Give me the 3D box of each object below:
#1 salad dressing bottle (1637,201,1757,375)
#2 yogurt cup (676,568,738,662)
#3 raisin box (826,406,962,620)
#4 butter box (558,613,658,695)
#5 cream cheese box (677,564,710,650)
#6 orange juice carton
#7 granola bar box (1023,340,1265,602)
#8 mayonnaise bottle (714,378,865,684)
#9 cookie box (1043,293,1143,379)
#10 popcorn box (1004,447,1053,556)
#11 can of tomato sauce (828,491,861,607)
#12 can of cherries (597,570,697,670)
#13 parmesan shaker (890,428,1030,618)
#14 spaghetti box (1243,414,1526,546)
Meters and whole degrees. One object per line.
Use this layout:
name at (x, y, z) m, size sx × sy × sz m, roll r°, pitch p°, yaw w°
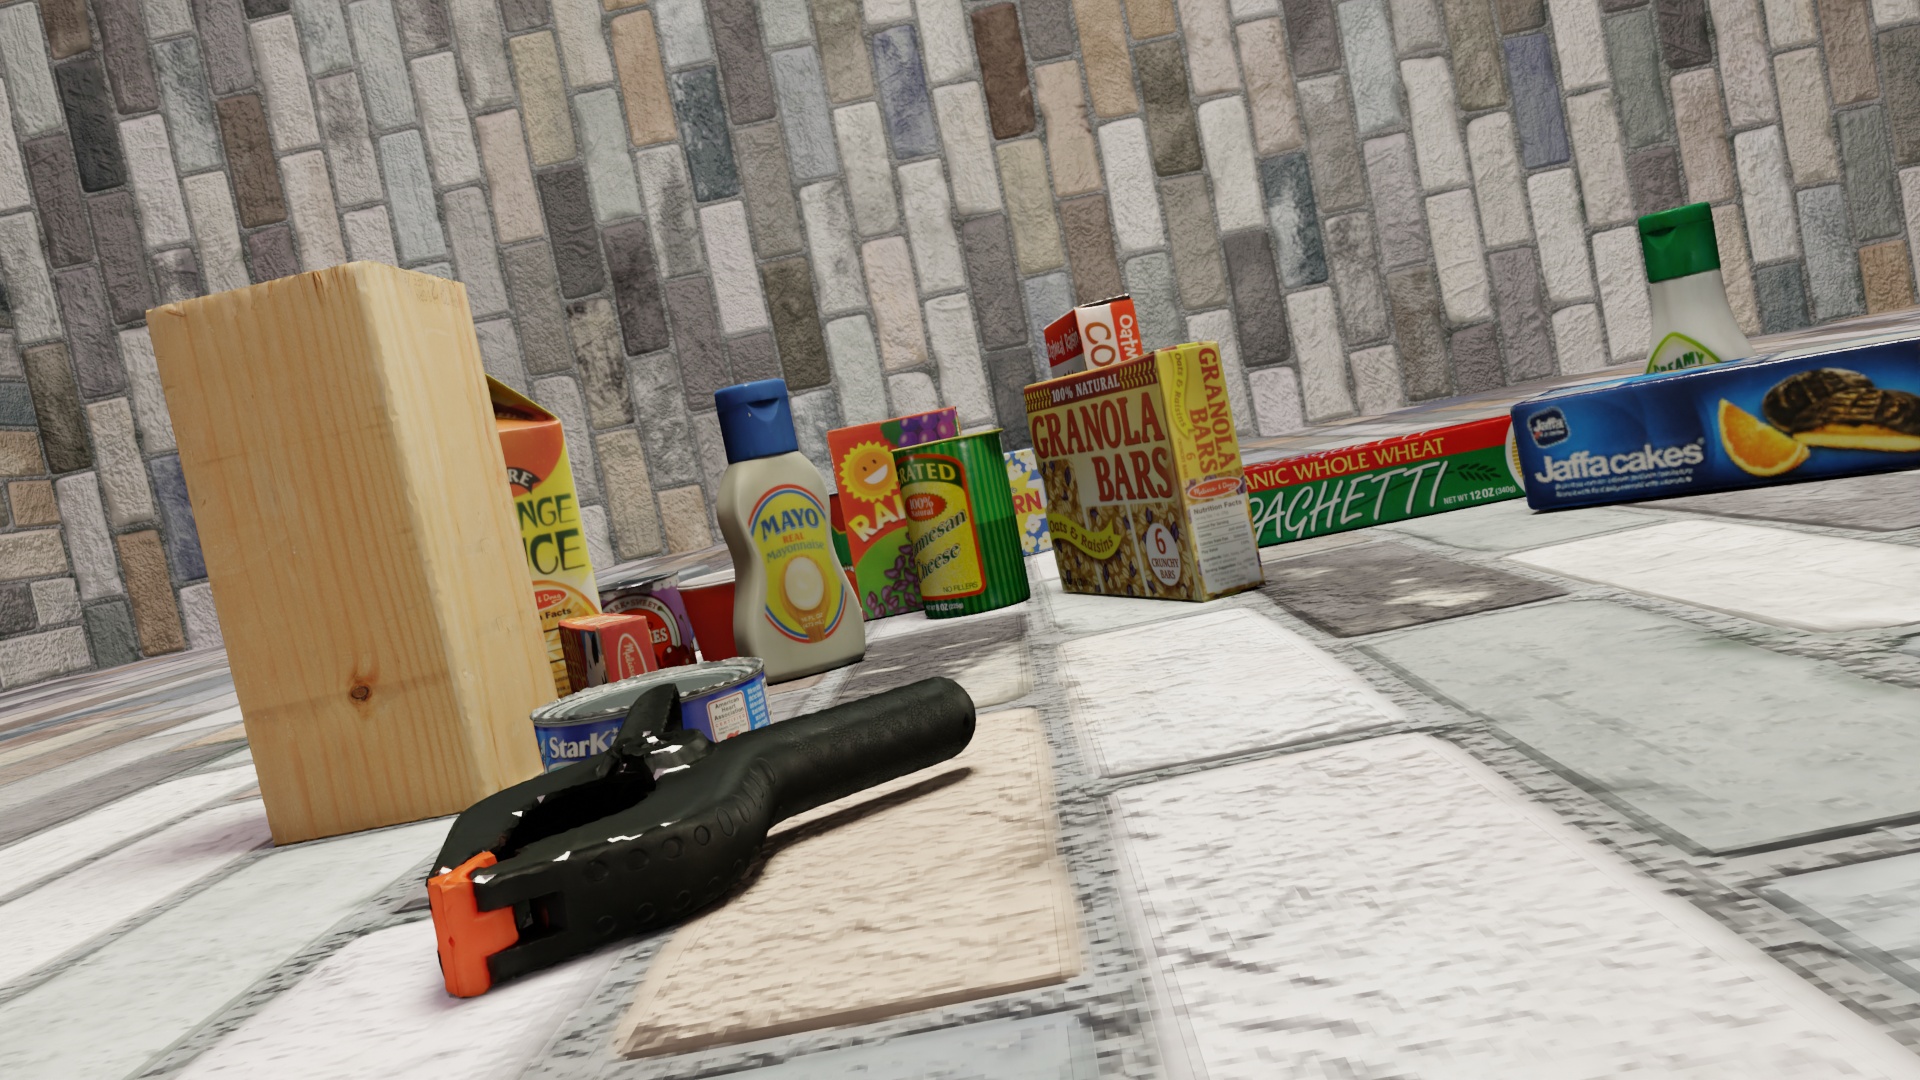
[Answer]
salad dressing bottle at (0.408, -0.111, 0.772) m, size 0.044 × 0.147 × 0.064 m, roll -13°, pitch 4°, yaw -32°
yogurt cup at (-0.120, 0.043, 0.777) m, size 0.072 × 0.054 × 0.072 m, roll -11°, pitch 4°, yaw 1°
raisin box at (-0.032, -0.018, 0.890) m, size 0.086 × 0.123 × 0.040 m, roll -11°, pitch 3°, yaw 1°
butter box at (-0.160, 0.061, 0.636) m, size 0.024 × 0.053 × 0.103 m, roll -13°, pitch 4°, yaw -25°
cream cheese box at (-0.196, 0.051, 0.885) m, size 0.024 × 0.053 × 0.104 m, roll -9°, pitch 4°, yaw 31°
orange juice carton at (-0.238, 0.001, 0.703) m, size 0.073 × 0.192 × 0.071 m, roll -14°, pitch 4°, yaw -39°
granola bar box at (0.091, -0.033, 0.744) m, size 0.039 × 0.124 × 0.165 m, roll -13°, pitch 4°, yaw -20°
mayonnaise bottle at (-0.092, -0.006, 0.700) m, size 0.065 × 0.148 × 0.041 m, roll -13°, pitch 4°, yaw -27°
cookie box at (0.097, -0.067, 0.900) m, size 0.040 × 0.167 × 0.123 m, roll -12°, pitch 3°, yaw -5°
popcorn box at (0.008, -0.021, 1.112) m, size 0.127 × 0.085 × 0.038 m, roll -13°, pitch 4°, yaw -22°
can of tomato sauce at (-0.067, 0.002, 0.997) m, size 0.071 × 0.083 × 0.071 m, roll -11°, pitch 3°, yaw 1°
can of cherries at (-0.191, 0.053, 0.806) m, size 0.071 × 0.058 × 0.071 m, roll -11°, pitch 4°, yaw 1°
parmesan shaker at (0.003, -0.010, 0.827) m, size 0.071 × 0.103 × 0.071 m, roll -11°, pitch 3°, yaw 1°
spaghetti box at (0.260, -0.037, 0.849) m, size 0.250 × 0.050 × 0.029 m, roll -11°, pitch 3°, yaw 4°
